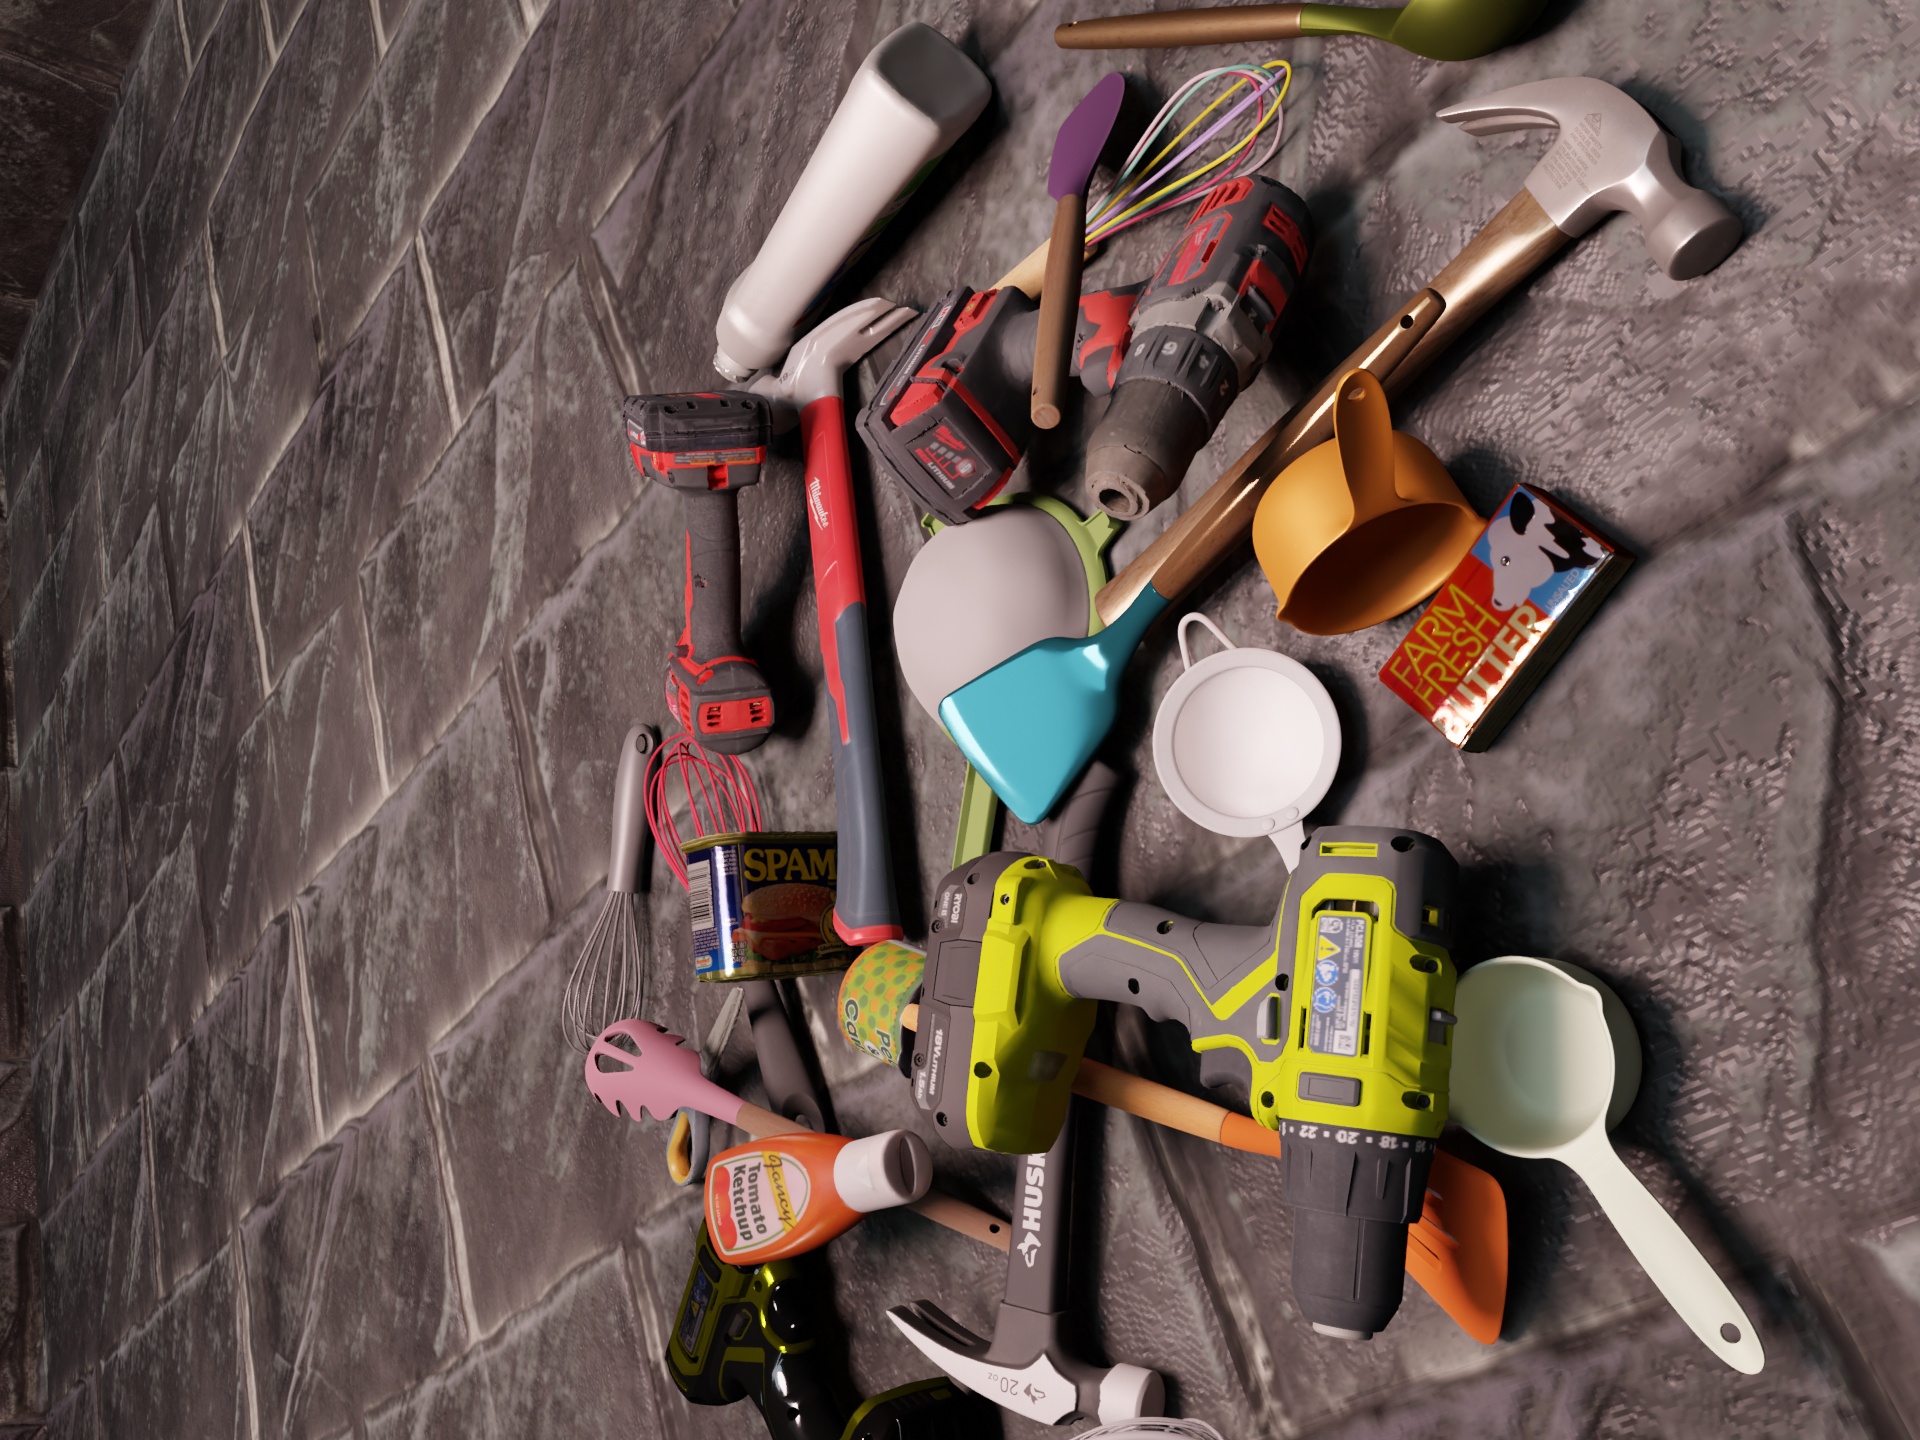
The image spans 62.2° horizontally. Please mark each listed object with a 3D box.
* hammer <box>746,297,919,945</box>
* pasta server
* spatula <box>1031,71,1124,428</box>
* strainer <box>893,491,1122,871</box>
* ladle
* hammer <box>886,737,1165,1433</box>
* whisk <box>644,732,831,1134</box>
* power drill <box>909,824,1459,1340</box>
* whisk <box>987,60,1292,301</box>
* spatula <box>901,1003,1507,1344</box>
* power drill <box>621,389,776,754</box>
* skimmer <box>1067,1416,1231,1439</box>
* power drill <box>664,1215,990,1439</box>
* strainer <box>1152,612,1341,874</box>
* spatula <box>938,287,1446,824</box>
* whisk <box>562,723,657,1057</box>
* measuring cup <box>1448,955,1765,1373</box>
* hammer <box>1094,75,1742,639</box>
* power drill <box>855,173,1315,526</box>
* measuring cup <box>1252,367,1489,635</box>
[{"bbox_3d":[-0.061,-0.060,0.951,0.143,0.038,0.387,-25,66,44],"label":"hammer"},{"bbox_3d":[-0.100,0.239,0.917,0.316,0.040,0.060,16,66,28],"label":"pasta server"},{"bbox_3d":[0.054,-0.238,0.769,0.059,0.018,0.316,-39,28,37],"label":"spatula"},{"bbox_3d":[-0.001,-0.003,0.865,0.151,0.069,0.256,8,89,48],"label":"strainer"},{"bbox_3d":[0.145,-0.347,0.764,0.078,0.062,0.320,-40,36,-18],"label":"ladle"},{"bbox_3d":[0.043,0.174,0.807,0.146,0.035,0.335,1,83,34],"label":"hammer"},{"bbox_3d":[-0.136,0.138,1.004,0.073,0.073,0.296,-38,64,38],"label":"whisk"},{"bbox_3d":[0.093,0.141,0.668,0.228,0.080,0.191,-2,75,38],"label":"power drill"},{"bbox_3d":[0.078,-0.264,0.835,0.245,0.051,0.047,-28,70,45],"label":"whisk"},{"bbox_3d":[0.096,0.182,0.725,0.323,0.041,0.081,12,117,36],"label":"spatula"},{"bbox_3d":[-0.164,-0.097,1.020,0.143,0.078,0.219,-146,51,-66],"label":"power drill"},{"bbox_3d":[0.111,0.481,0.665,0.127,0.090,0.363,-14,74,13],"label":"skimmer"},{"bbox_3d":[-0.085,0.366,0.900,0.223,0.080,0.171,38,117,45],"label":"power drill"},{"bbox_3d":[0.154,0.072,0.709,0.087,0.050,0.259,-26,71,21],"label":"strainer"},{"bbox_3d":[0.106,-0.075,0.736,0.082,0.044,0.317,52,127,14],"label":"spatula"},{"bbox_3d":[-0.244,0.120,1.131,0.055,0.055,0.239,-1,79,47],"label":"whisk"},{"bbox_3d":[0.247,0.163,0.599,0.083,0.038,0.168,-52,53,30],"label":"measuring cup"},{"bbox_3d":[0.174,-0.147,0.721,0.331,0.031,0.130,-44,55,35],"label":"hammer"},{"bbox_3d":[0.052,-0.159,0.768,0.227,0.080,0.188,-7,47,48],"label":"power drill"},{"bbox_3d":[0.157,-0.101,0.642,0.095,0.173,0.052,-24,58,6],"label":"measuring cup"}]
